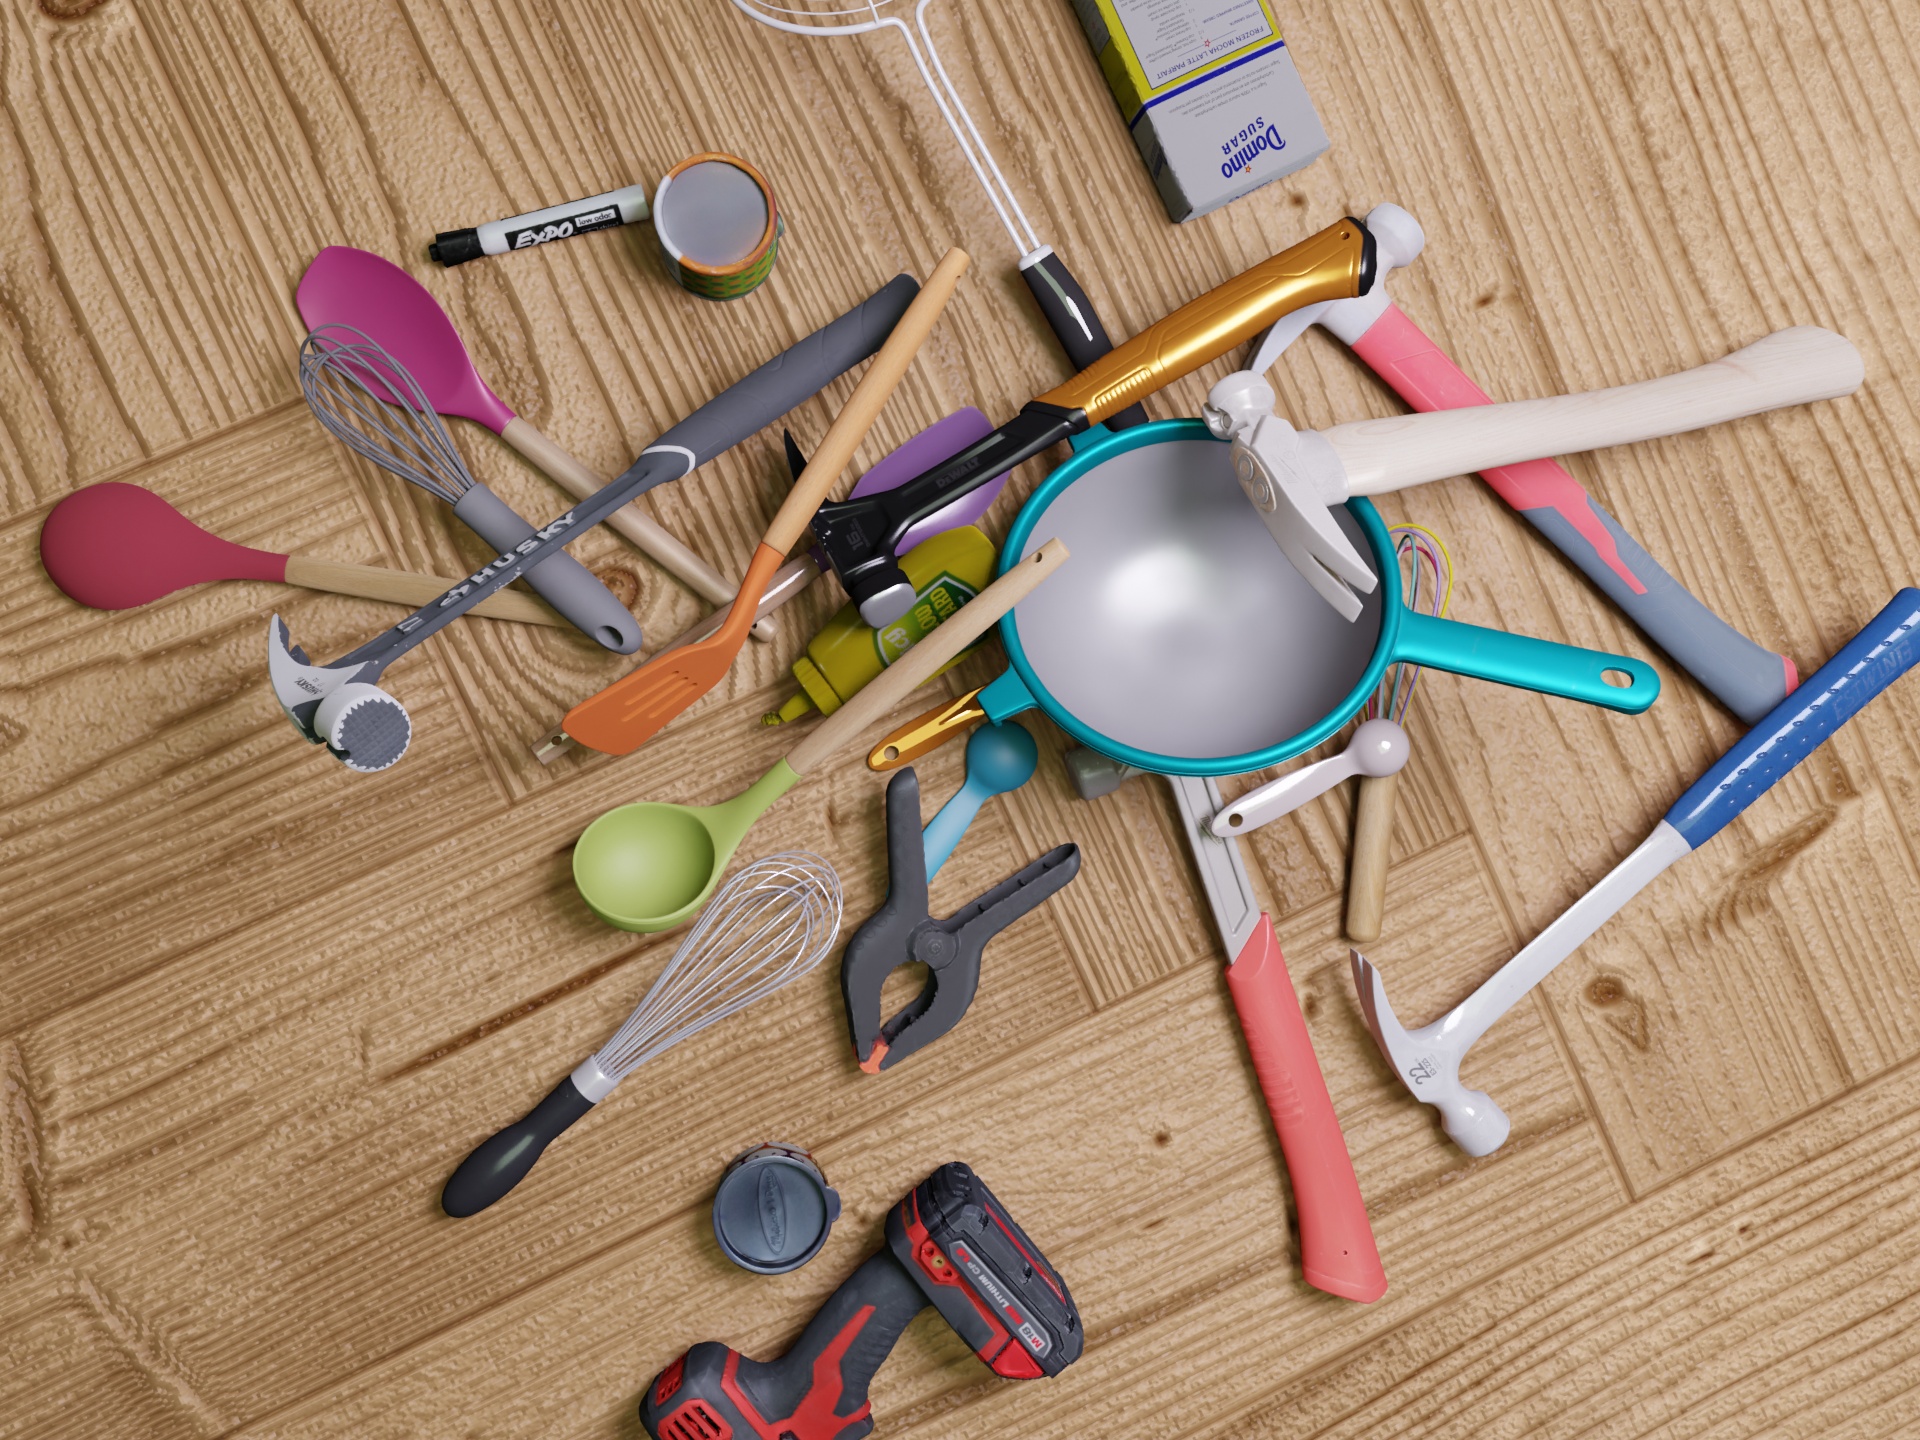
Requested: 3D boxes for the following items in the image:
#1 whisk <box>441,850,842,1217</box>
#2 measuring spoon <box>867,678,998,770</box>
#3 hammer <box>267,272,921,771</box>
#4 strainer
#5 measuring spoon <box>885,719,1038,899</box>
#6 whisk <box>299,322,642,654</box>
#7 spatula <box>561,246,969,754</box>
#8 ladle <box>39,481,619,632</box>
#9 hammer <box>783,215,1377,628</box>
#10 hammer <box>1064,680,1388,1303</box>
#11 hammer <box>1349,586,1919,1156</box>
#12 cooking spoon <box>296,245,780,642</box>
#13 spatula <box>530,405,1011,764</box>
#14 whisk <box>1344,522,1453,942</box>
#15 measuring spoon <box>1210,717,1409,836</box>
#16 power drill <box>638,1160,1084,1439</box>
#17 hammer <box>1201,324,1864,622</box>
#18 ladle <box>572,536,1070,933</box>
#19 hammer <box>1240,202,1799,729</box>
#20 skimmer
[{"bbox_3d":[-0.177,0.174,0.874,0.284,0.070,0.070,-41,95,1],"label":"whisk"},{"bbox_3d":[-0.001,-0.003,0.909,0.117,0.011,0.021,-30,94,-5],"label":"measuring spoon"},{"bbox_3d":[-0.168,-0.121,0.812,0.409,0.149,0.036,-40,128,-24],"label":"hammer"},{"bbox_3d":[0.188,-0.039,0.857,0.340,0.095,0.211,13,68,10],"label":"strainer"},{"bbox_3d":[-0.001,0.055,0.904,0.042,0.021,0.128,37,87,-6],"label":"measuring spoon"},{"bbox_3d":[-0.261,-0.121,0.852,0.239,0.055,0.055,43,86,-6],"label":"whisk"},{"bbox_3d":[-0.092,-0.114,0.826,0.041,0.081,0.322,31,85,17],"label":"spatula"},{"bbox_3d":[-0.338,-0.076,0.865,0.315,0.031,0.069,8,88,-8],"label":"ladle"},{"bbox_3d":[0.069,-0.180,0.856,0.337,0.034,0.127,-29,63,1],"label":"hammer"},{"bbox_3d":[0.186,0.160,0.920,0.149,0.037,0.359,-19,92,-6],"label":"hammer"},{"bbox_3d":[0.401,0.069,0.914,0.405,0.035,0.144,-42,104,2],"label":"hammer"},{"bbox_3d":[-0.229,-0.146,0.878,0.319,0.017,0.068,39,107,-6],"label":"cooking spoon"},{"bbox_3d":[-0.100,-0.071,0.879,0.316,0.018,0.060,-36,93,-13],"label":"spatula"},{"bbox_3d":[0.249,0.008,0.923,0.047,0.051,0.245,5,93,-12],"label":"whisk"},{"bbox_3d":[0.197,0.036,0.892,0.124,0.018,0.034,-26,98,-3],"label":"measuring spoon"},{"bbox_3d":[-0.039,0.379,0.880,0.226,0.080,0.188,-39,95,-2],"label":"power drill"},{"bbox_3d":[0.339,-0.156,0.866,0.410,0.038,0.146,-14,59,-20],"label":"hammer"},{"bbox_3d":[-0.075,0.004,0.837,0.320,0.062,0.078,-39,58,13],"label":"ladle"},{"bbox_3d":[0.336,-0.118,0.933,0.386,0.038,0.143,42,88,-5],"label":"hammer"},{"bbox_3d":[-0.001,-0.309,0.896,0.127,0.090,0.363,-37,105,-20],"label":"skimmer"}]
